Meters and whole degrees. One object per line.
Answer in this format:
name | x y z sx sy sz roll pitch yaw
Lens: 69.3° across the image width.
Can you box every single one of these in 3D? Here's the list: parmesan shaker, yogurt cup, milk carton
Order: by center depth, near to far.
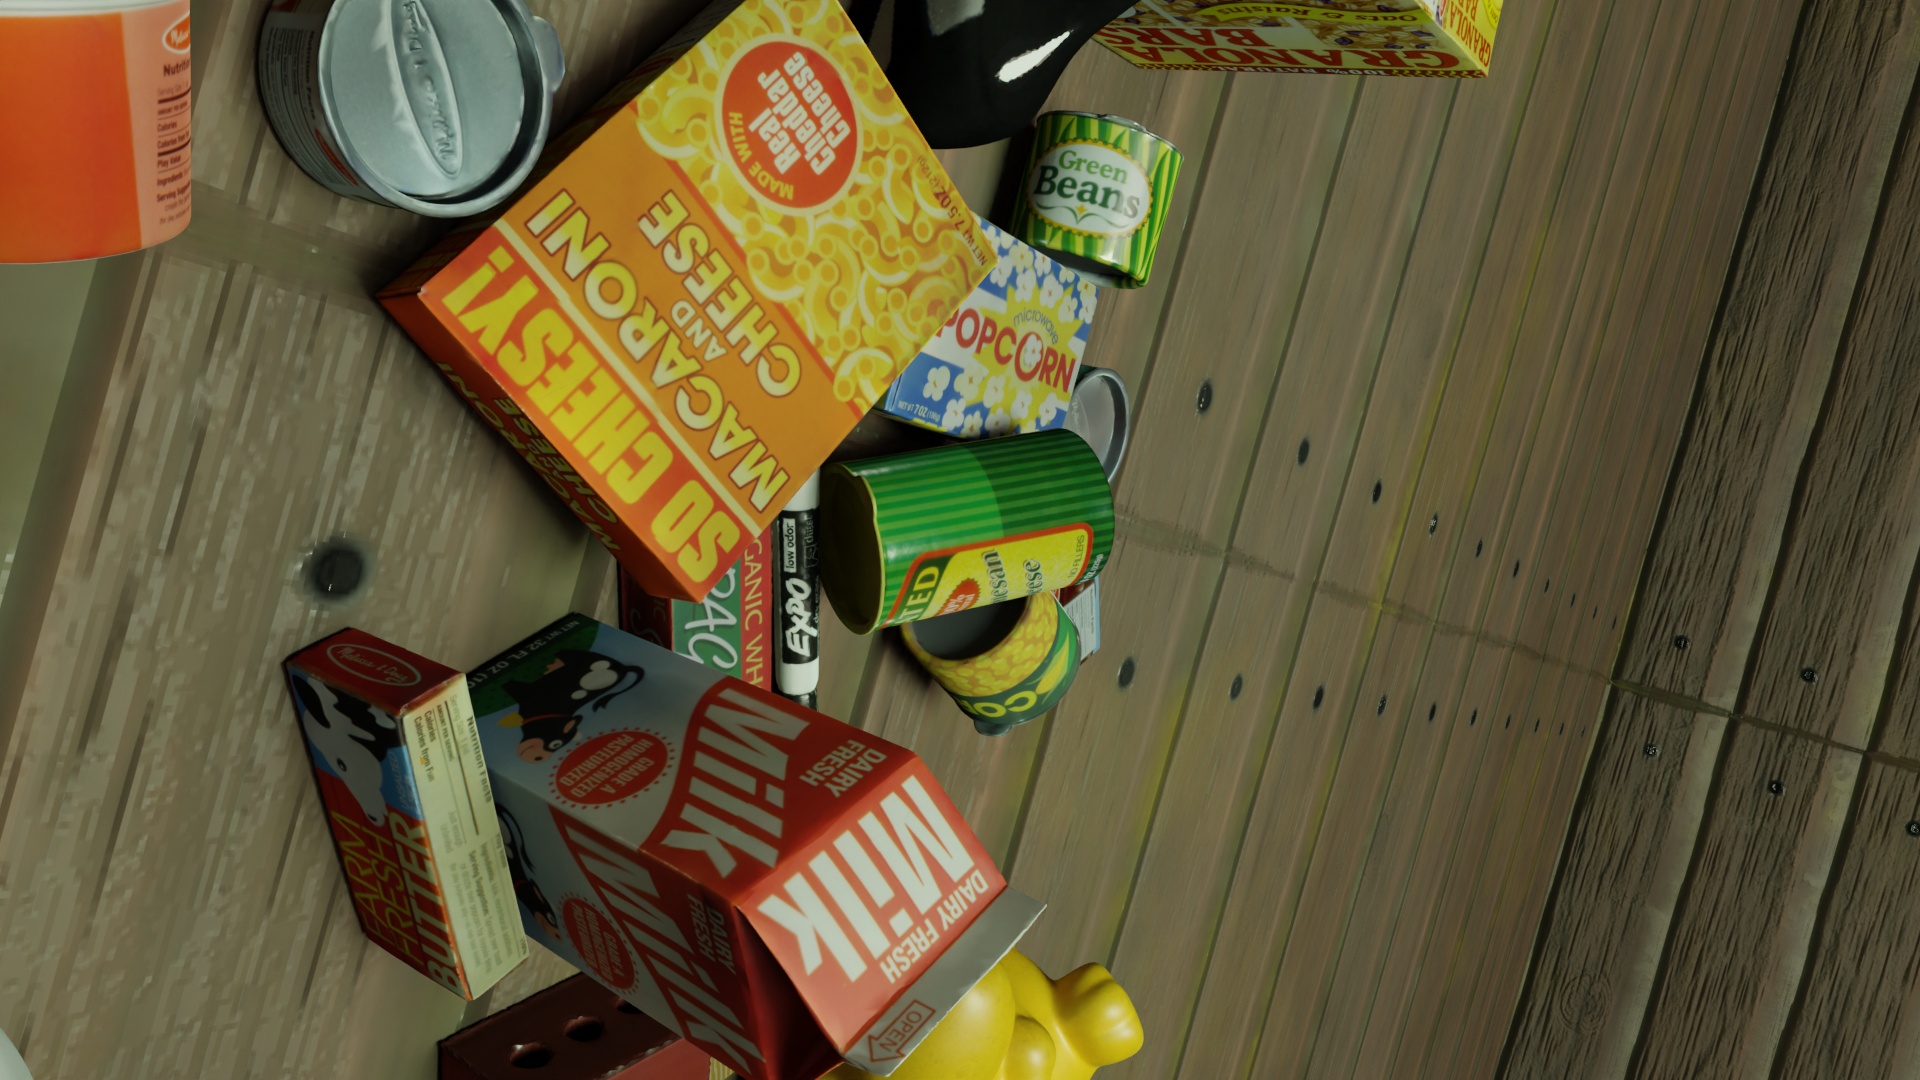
yogurt cup | -0.190 -0.089 0.280 0.073 0.072 0.053 -27 133 -47
milk carton | -0.072 0.091 0.405 0.073 0.190 0.073 -36 130 -42
parmesan shaker | 0.002 -0.007 0.545 0.103 0.071 0.071 -11 115 -26

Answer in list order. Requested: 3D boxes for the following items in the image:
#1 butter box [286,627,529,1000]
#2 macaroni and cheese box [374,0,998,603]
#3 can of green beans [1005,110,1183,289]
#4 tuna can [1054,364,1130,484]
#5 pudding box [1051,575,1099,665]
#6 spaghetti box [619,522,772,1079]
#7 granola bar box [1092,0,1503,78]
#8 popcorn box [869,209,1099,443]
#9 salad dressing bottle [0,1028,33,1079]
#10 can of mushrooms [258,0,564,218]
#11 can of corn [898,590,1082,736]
butter box | -0.158 0.080 0.402 0.024 0.053 0.103 -34 130 -47
macaroni and cheese box | -0.075 -0.082 0.436 0.167 0.040 0.123 -52 123 -25
can of green beans | 0.057 -0.146 0.601 0.071 0.071 0.058 14 93 -56
tuna can | 0.049 -0.050 0.658 0.071 0.033 0.070 -26 124 -47
pudding box | 0.044 0.026 0.685 0.050 0.030 0.083 -33 129 -42
spaghetti box | -0.096 0.092 0.516 0.050 0.029 0.249 -21 120 -49
granola bar box | 0.122 -0.228 0.571 0.124 0.165 0.039 2 101 -55
popcorn box | 0.004 -0.084 0.576 0.127 0.038 0.085 13 93 -56
salad dressing bottle | -0.260 0.101 0.276 0.064 0.044 0.147 -54 140 -24
can of mushrooms | -0.141 -0.120 0.362 0.071 0.033 0.070 -25 123 -47
can of corn | 0.012 0.043 0.614 0.071 0.071 0.058 -60 143 -19
